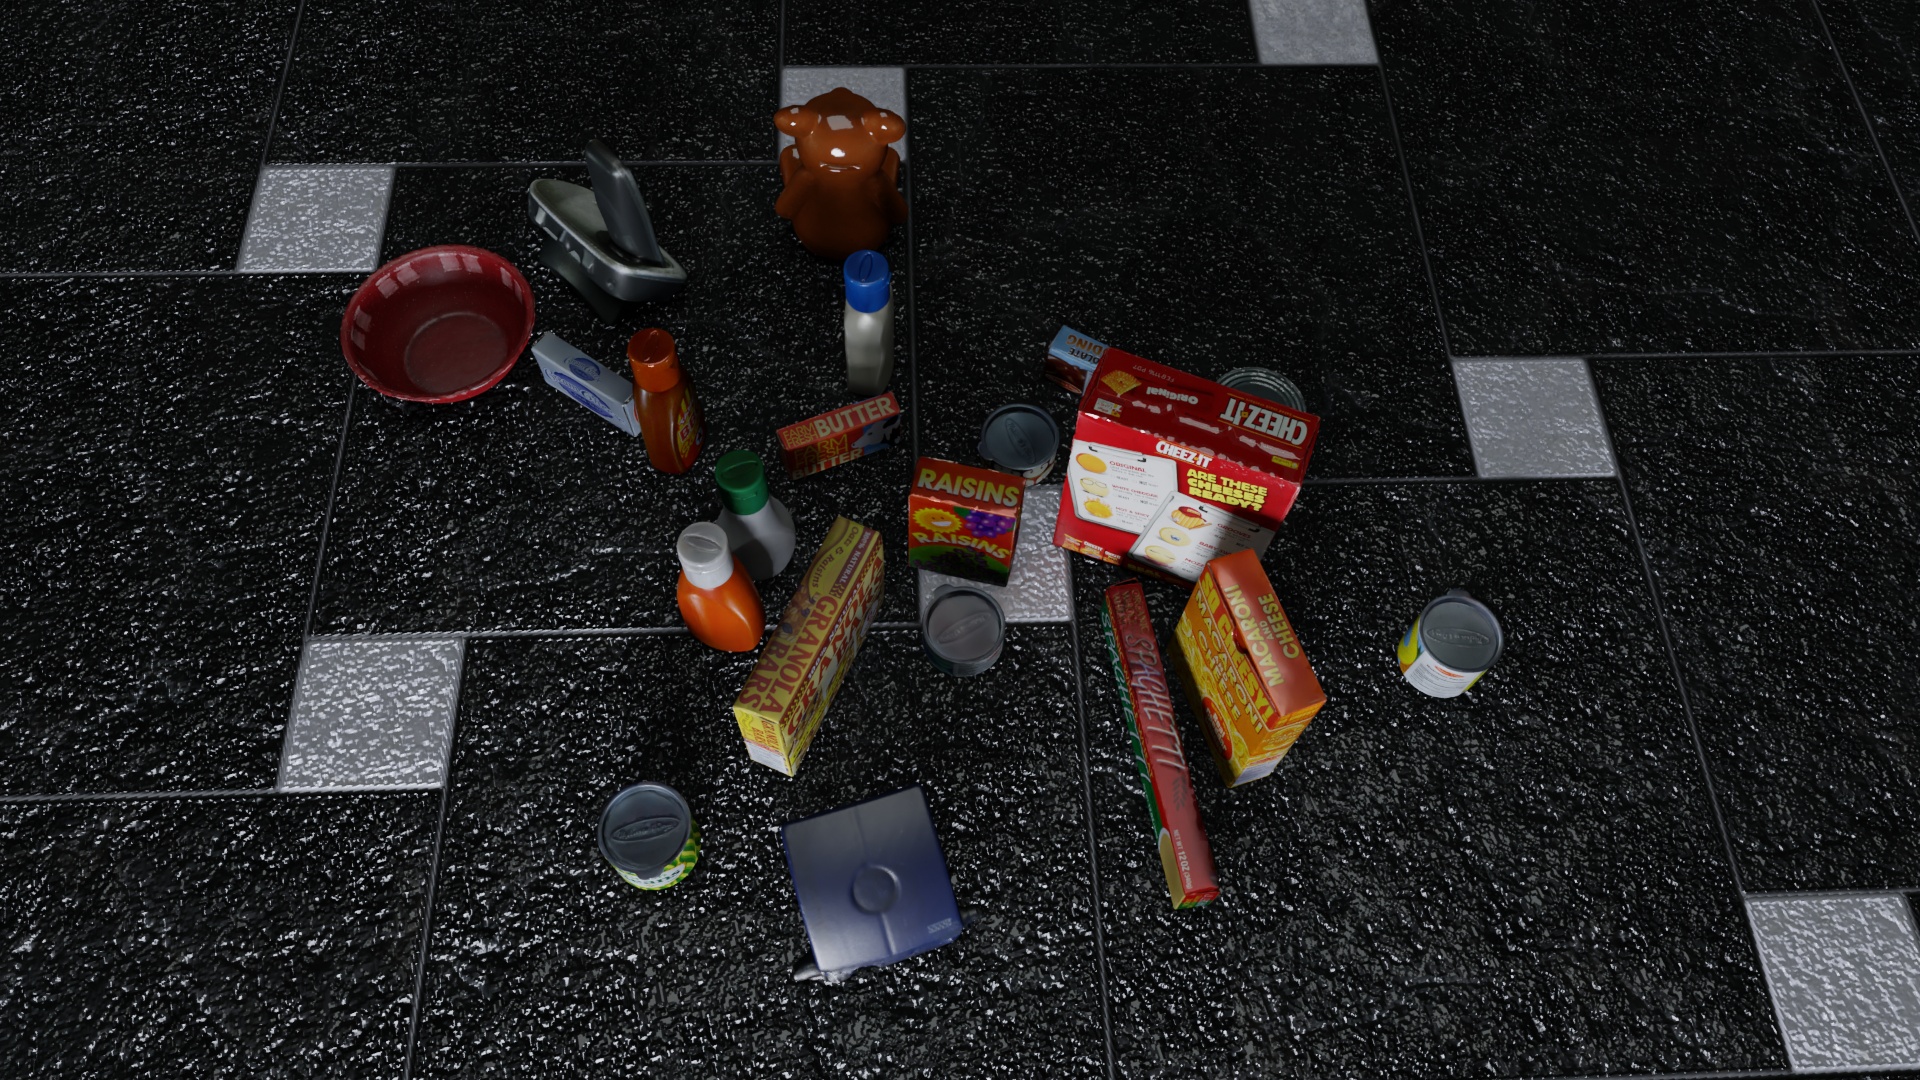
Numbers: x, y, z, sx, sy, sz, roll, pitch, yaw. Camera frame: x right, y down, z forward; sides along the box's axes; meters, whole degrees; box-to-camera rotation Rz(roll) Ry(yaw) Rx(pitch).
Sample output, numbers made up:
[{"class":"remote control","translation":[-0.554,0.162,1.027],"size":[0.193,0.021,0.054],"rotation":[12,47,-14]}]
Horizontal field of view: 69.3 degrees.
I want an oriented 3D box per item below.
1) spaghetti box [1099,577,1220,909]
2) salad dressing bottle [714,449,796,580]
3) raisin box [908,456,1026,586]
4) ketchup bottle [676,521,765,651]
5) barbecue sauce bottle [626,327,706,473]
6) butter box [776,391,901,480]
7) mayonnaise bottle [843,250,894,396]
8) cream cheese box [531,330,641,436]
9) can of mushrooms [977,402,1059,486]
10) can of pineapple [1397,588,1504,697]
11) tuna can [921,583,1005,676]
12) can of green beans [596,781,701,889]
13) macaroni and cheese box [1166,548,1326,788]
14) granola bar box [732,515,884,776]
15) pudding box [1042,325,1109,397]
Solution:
[{"class":"spaghetti box","translation":[0.149,0.151,1.055],"size":[0.029,0.050,0.251],"rotation":[-9,64,-6]},{"class":"salad dressing bottle","translation":[-0.162,-0.019,1.076],"size":[0.064,0.147,0.044],"rotation":[-20,66,-12]},{"class":"raisin box","translation":[0.004,-0.014,1.093],"size":[0.086,0.123,0.040],"rotation":[12,64,4]},{"class":"ketchup bottle","translation":[-0.185,0.036,1.046],"size":[0.065,0.148,0.044],"rotation":[17,64,7]},{"class":"barbecue sauce bottle","translation":[-0.238,-0.115,1.121],"size":[0.044,0.148,0.065],"rotation":[13,64,4]},{"class":"butter box","translation":[-0.101,-0.087,1.166],"size":[0.104,0.053,0.024],"rotation":[-20,66,-12]},{"class":"mayonnaise bottle","translation":[-0.077,-0.184,1.163],"size":[0.041,0.147,0.065],"rotation":[9,63,3]},{"class":"cream cheese box","translation":[-0.314,-0.132,1.181],"size":[0.104,0.053,0.024],"rotation":[32,67,13]},{"class":"can of mushrooms","translation":[0.047,-0.080,1.178],"size":[0.071,0.033,0.071],"rotation":[1,63,-2]},{"class":"can of pineapple","translation":[0.386,0.082,1.094],"size":[0.071,0.057,0.071],"rotation":[1,63,-2]},{"class":"tuna can","translation":[0.001,0.071,1.100],"size":[0.071,0.032,0.071],"rotation":[1,63,-2]},{"class":"can of green beans","translation":[-0.224,0.214,1.004],"size":[0.071,0.057,0.071],"rotation":[1,63,-2]},{"class":"macaroni and cheese box","translation":[0.204,0.098,1.019],"size":[0.040,0.165,0.124],"rotation":[-17,65,-10]},{"class":"granola bar box","translation":[-0.108,0.081,1.040],"size":[0.039,0.123,0.166],"rotation":[22,64,9]},{"class":"pudding box","translation":[0.116,-0.147,1.206],"size":[0.084,0.049,0.030],"rotation":[27,65,11]}]
